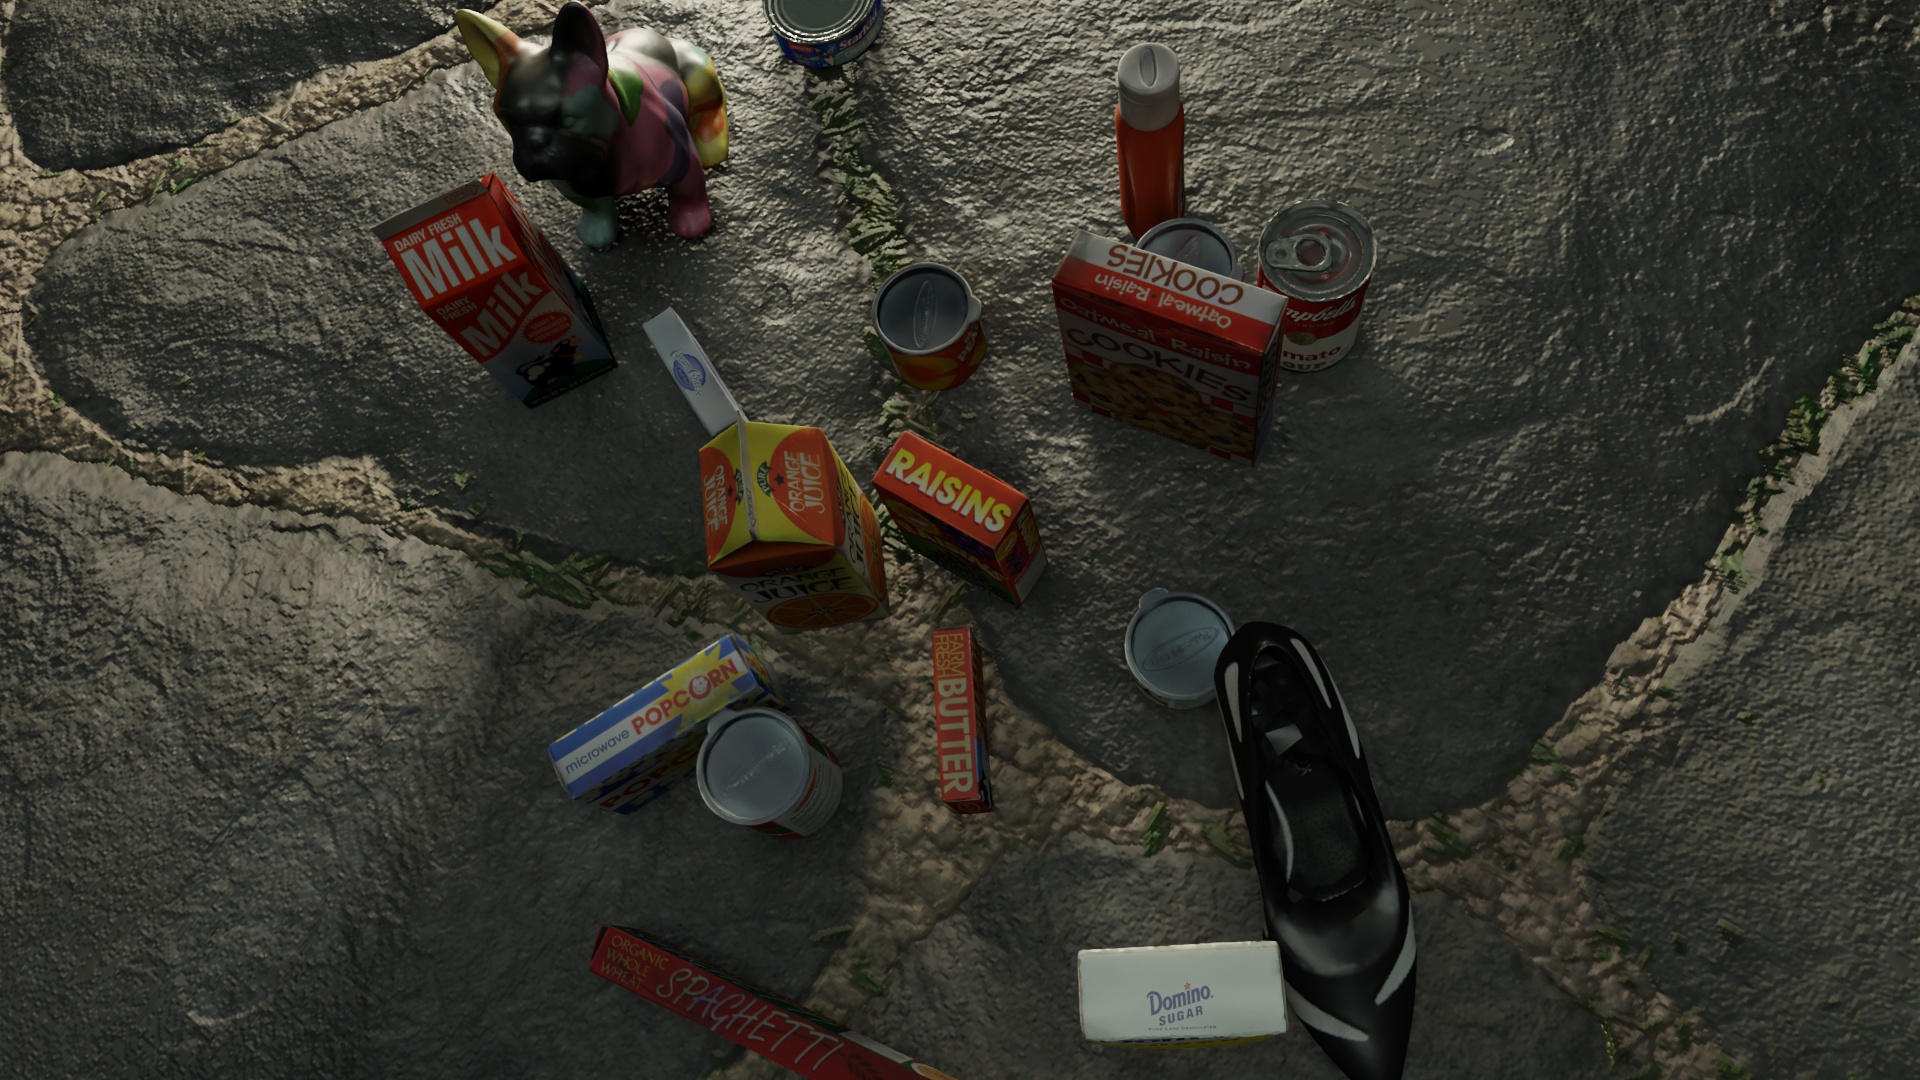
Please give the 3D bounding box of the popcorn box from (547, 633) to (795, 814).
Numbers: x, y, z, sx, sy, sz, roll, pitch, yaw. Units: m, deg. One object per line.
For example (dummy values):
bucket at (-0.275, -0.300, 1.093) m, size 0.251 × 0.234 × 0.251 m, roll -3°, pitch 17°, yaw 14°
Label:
popcorn box at (-0.170, 0.112, 0.831) m, size 0.127 × 0.085 × 0.038 m, roll -32°, pitch 70°, yaw -2°

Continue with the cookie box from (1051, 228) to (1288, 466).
cookie box at (0.123, -0.107, 0.815) m, size 0.123 × 0.167 × 0.040 m, roll 21°, pitch 77°, yaw 15°

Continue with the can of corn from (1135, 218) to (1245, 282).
can of corn at (0.146, -0.162, 0.889) m, size 0.071 × 0.058 × 0.071 m, roll -3°, pitch 71°, yaw 8°

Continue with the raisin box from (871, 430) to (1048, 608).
raisin box at (0.003, -0.010, 0.825) m, size 0.086 × 0.123 × 0.040 m, roll 30°, pitch 79°, yaw 17°

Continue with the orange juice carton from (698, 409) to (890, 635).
orange juice carton at (-0.097, -0.007, 0.803) m, size 0.073 × 0.192 × 0.072 m, roll -10°, pitch 70°, yaw 6°

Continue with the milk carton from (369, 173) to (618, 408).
milk carton at (-0.296, -0.165, 0.890) m, size 0.072 × 0.190 × 0.073 m, roll -26°, pitch 70°, yaw 0°

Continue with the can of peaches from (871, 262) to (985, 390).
can of peaches at (-0.017, -0.138, 0.907) m, size 0.071 × 0.058 × 0.071 m, roll -3°, pitch 71°, yaw 8°

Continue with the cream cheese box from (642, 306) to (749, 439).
cream cheese box at (-0.170, -0.102, 0.921) m, size 0.024 × 0.053 × 0.104 m, roll -33°, pitch 70°, yaw -3°

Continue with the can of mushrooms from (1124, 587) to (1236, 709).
can of mushrooms at (0.130, 0.064, 0.827) m, size 0.071 × 0.033 × 0.071 m, roll -3°, pitch 71°, yaw 8°

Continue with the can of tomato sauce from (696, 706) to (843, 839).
can of tomato sauce at (-0.111, 0.137, 0.814) m, size 0.071 × 0.083 × 0.071 m, roll -3°, pitch 71°, yaw 8°

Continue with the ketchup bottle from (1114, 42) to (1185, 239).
ketchup bottle at (0.120, -0.252, 0.875) m, size 0.043 × 0.148 × 0.065 m, roll -5°, pitch 71°, yaw 8°

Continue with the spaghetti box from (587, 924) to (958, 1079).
spaghetti box at (-0.093, 0.278, 0.780) m, size 0.250 × 0.050 × 0.029 m, roll 20°, pitch 76°, yaw 15°

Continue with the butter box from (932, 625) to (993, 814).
butter box at (0.001, 0.107, 0.822) m, size 0.024 × 0.053 × 0.104 m, roll -6°, pitch 70°, yaw 7°
